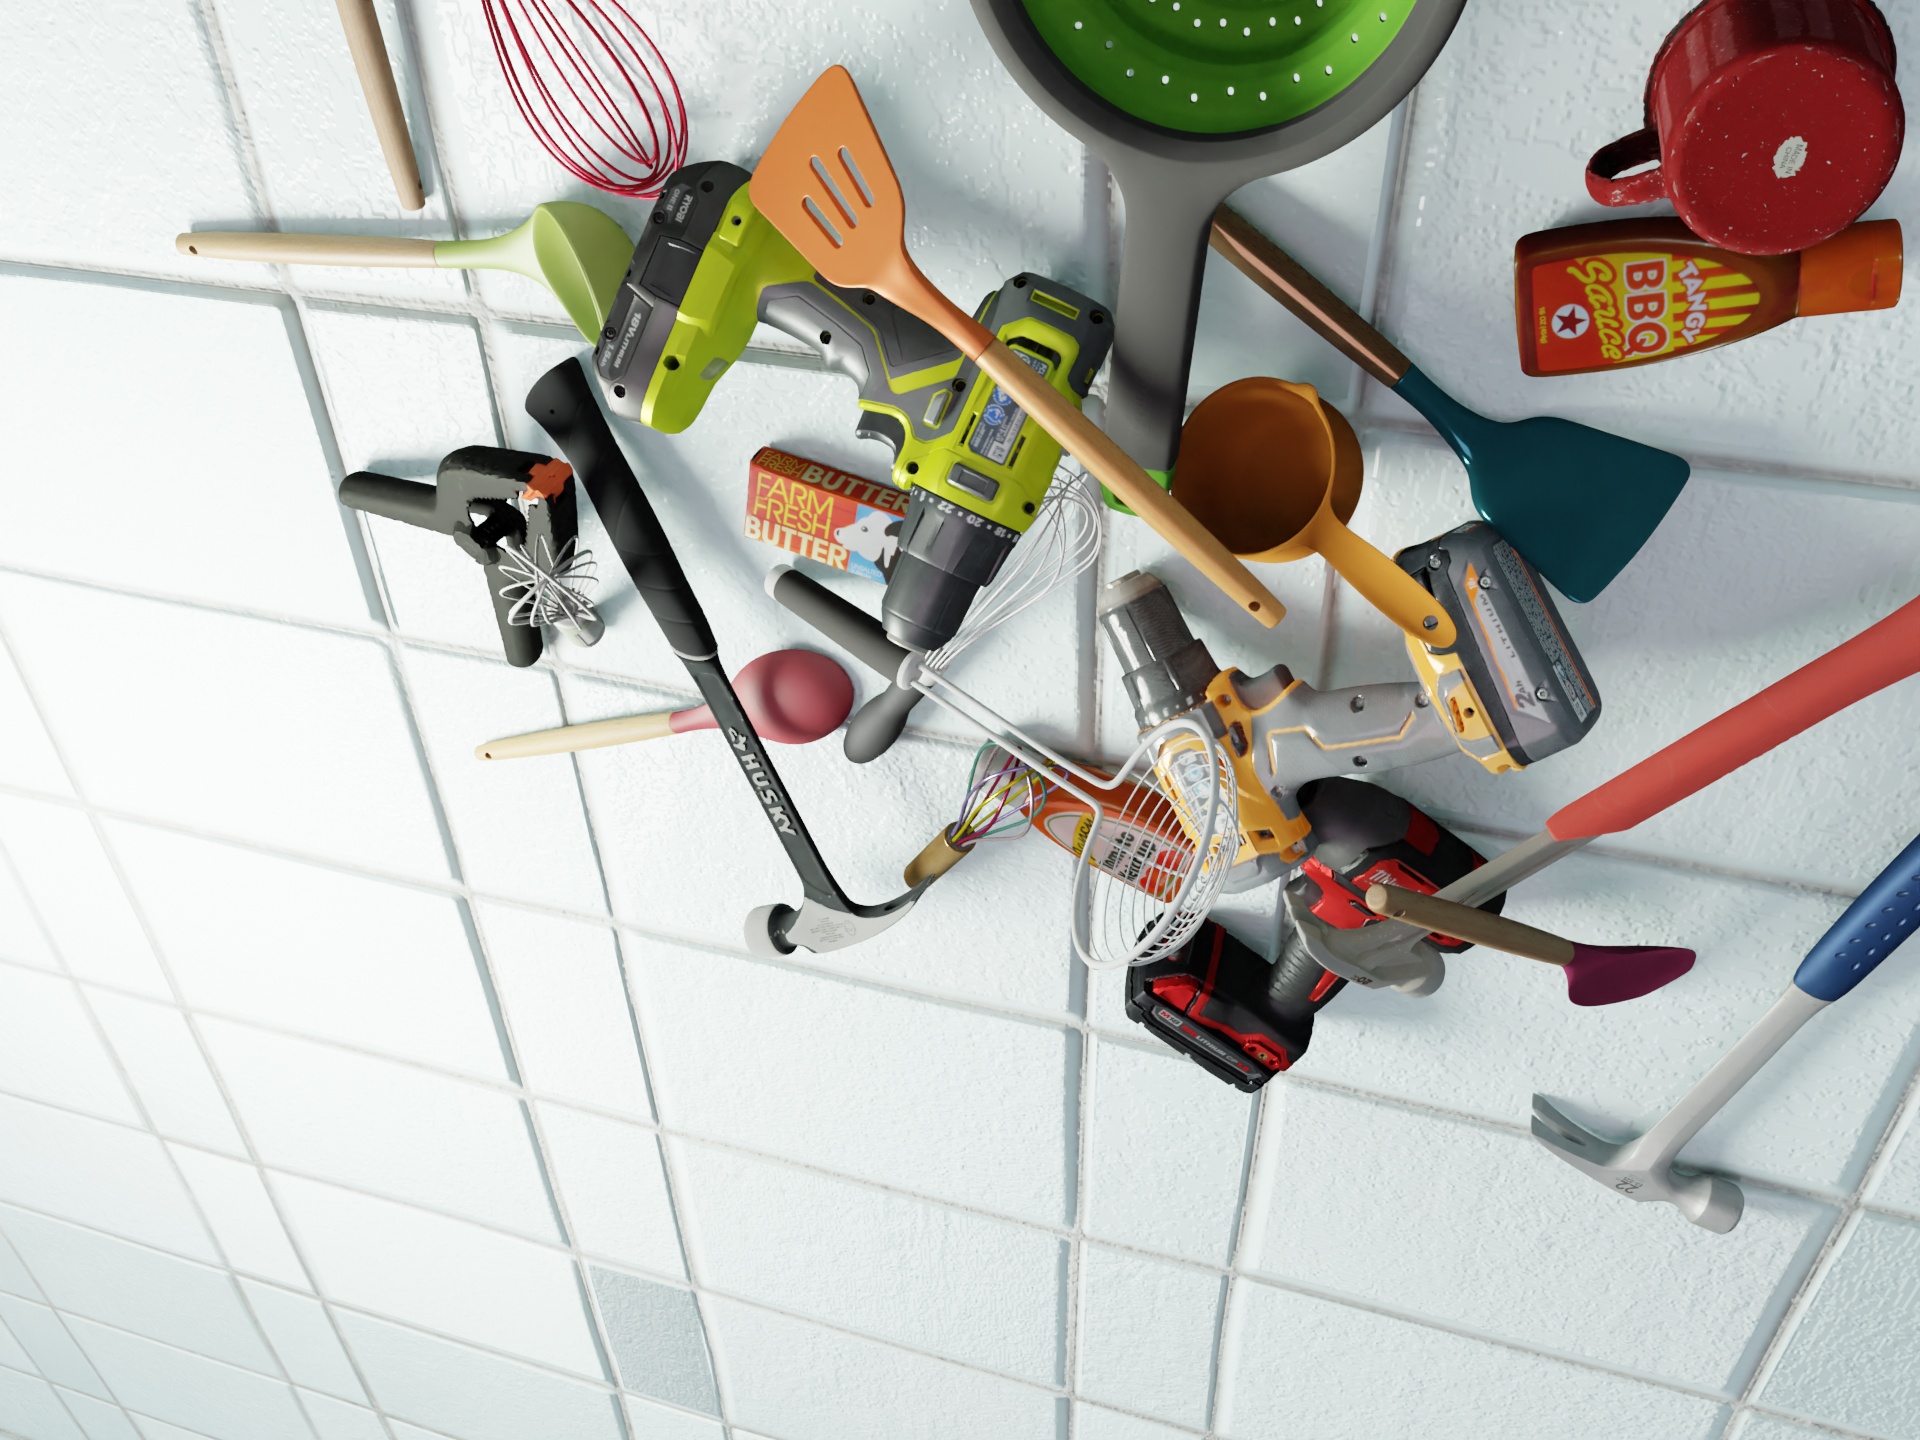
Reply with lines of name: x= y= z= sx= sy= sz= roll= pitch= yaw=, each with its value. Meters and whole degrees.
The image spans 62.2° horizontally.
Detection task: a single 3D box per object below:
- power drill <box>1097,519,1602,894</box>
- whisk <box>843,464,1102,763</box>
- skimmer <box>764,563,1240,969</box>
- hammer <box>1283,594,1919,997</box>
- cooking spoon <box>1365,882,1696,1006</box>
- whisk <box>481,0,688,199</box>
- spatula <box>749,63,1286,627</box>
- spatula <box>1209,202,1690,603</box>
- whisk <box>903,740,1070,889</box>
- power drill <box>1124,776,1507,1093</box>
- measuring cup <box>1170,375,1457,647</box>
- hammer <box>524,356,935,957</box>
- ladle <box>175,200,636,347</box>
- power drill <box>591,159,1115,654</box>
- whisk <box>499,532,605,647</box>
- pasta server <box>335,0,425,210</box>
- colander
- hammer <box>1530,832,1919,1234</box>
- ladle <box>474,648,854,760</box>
power drill: x=0.187 y=-0.026 z=0.830 sx=0.226 sy=0.084 sz=0.185 roll=-27 pitch=89 yaw=35
whisk: x=-0.004 y=-0.050 z=0.919 sx=0.070 sy=0.070 sz=0.284 roll=34 pitch=137 yaw=-6
skimmer: x=-0.001 y=-0.003 z=0.833 sx=0.364 sy=0.090 sz=0.127 roll=35 pitch=104 yaw=33
hammer: x=0.336 y=0.030 z=0.783 sx=0.359 sy=0.037 sz=0.149 roll=-36 pitch=142 yaw=22
cooking spoon: x=0.306 y=0.118 z=0.840 sx=0.318 sy=0.017 sz=0.068 roll=18 pitch=133 yaw=-42
whisk: x=-0.226 y=-0.377 z=0.747 sx=0.073 sy=0.073 sz=0.295 roll=-22 pitch=110 yaw=34
spatula: x=0.033 y=-0.158 z=0.732 sx=0.322 sy=0.041 sz=0.081 roll=42 pitch=128 yaw=-8
spatula: x=0.190 y=-0.180 z=0.741 sx=0.317 sy=0.044 sz=0.082 roll=37 pitch=94 yaw=-5
whisk: x=0.003 y=0.065 z=0.968 sx=0.051 sy=0.047 sz=0.245 roll=33 pitch=153 yaw=-4
power drill: x=0.202 y=0.122 z=0.960 sx=0.143 sy=0.079 sz=0.219 roll=35 pitch=128 yaw=-9
measuring cup: x=0.178 y=-0.092 z=0.762 sx=0.174 sy=0.052 sz=0.095 roll=47 pitch=115 yaw=25
hammer: x=-0.151 y=-0.028 z=0.973 sx=0.149 sy=0.036 sz=0.408 roll=-12 pitch=114 yaw=32
ladle: x=-0.316 y=-0.253 z=0.882 sx=0.320 sy=0.062 sz=0.078 roll=8 pitch=135 yaw=19
power drill: x=-0.059 y=-0.158 z=0.795 sx=0.228 sy=0.080 sz=0.190 roll=26 pitch=98 yaw=4
whisk: x=-0.226 y=-0.065 z=0.916 sx=0.059 sy=0.058 sz=0.246 roll=38 pitch=172 yaw=-4
pasta server: x=-0.311 y=-0.391 z=0.762 sx=0.040 sy=0.060 sz=0.316 roll=6 pitch=138 yaw=7
colander: x=0.103 y=-0.268 z=0.677 sx=0.204 sy=0.095 sz=0.396 roll=16 pitch=135 yaw=14
hammer: x=0.473 y=0.157 z=0.902 sx=0.144 sy=0.035 sz=0.405 roll=22 pitch=132 yaw=4
ladle: x=-0.210 y=0.003 z=1.064 sx=0.315 sy=0.031 sz=0.069 roll=-8 pitch=120 yaw=29
